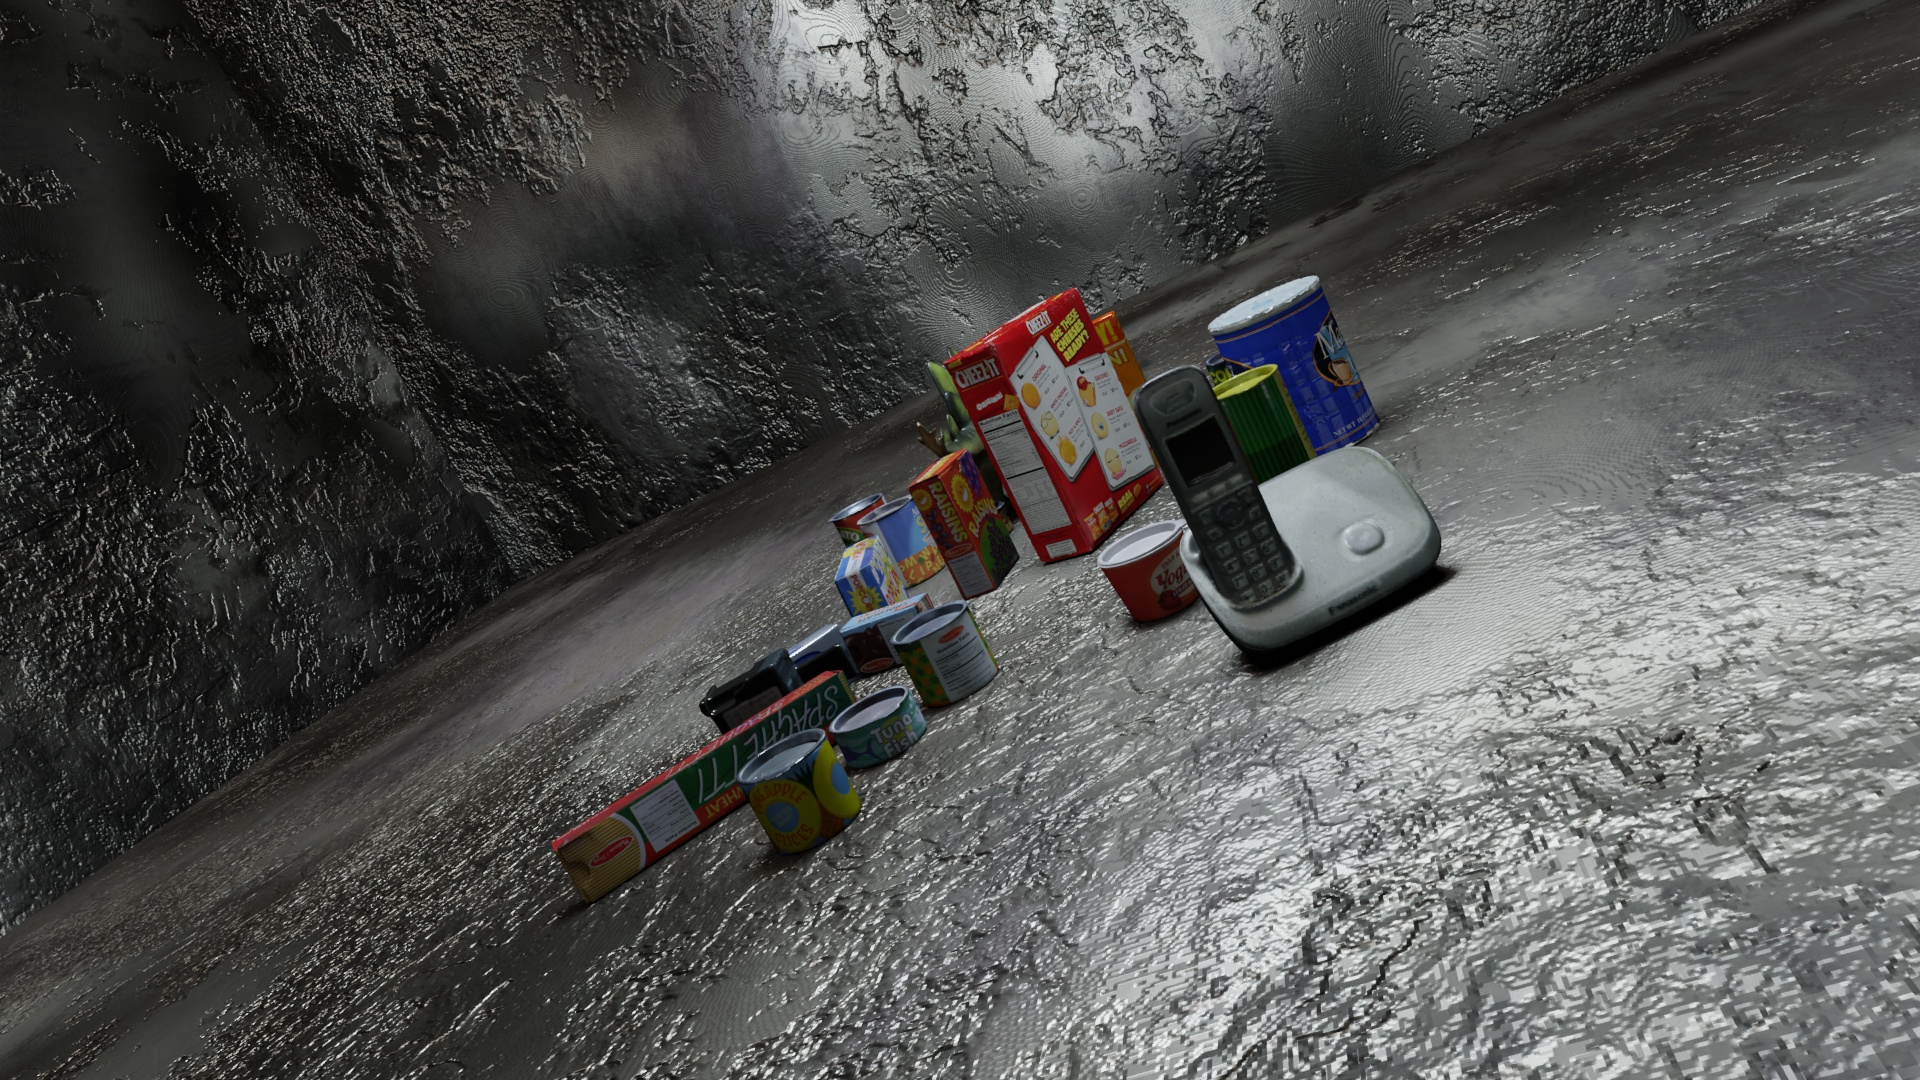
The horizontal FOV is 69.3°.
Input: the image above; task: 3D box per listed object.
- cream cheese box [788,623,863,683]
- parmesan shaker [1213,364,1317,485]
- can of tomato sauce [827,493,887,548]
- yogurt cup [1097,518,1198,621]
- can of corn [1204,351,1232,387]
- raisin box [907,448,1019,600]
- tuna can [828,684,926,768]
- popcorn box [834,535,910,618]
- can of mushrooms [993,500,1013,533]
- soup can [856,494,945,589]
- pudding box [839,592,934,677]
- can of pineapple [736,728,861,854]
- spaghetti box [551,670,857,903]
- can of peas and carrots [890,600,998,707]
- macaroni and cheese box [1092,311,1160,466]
[{"bbox_3d":[-0.139,0.121,1.214,0.104,0.053,0.024,-33,13,-29],"label":"cream cheese box"},{"bbox_3d":[0.247,-0.082,1.130,0.071,0.103,0.071,-26,11,6],"label":"parmesan shaker"},{"bbox_3d":[-0.103,-0.002,1.603,0.071,0.083,0.071,-26,11,6],"label":"can of tomato sauce"},{"bbox_3d":[0.141,0.024,1.020,0.072,0.054,0.072,-26,11,6],"label":"yogurt cup"},{"bbox_3d":[0.313,-0.185,1.549,0.071,0.058,0.071,-26,11,6],"label":"can of corn"},{"bbox_3d":[0.005,-0.017,1.327,0.040,0.123,0.086,-21,12,26],"label":"raisin box"},{"bbox_3d":[-0.059,0.137,1.019,0.071,0.032,0.071,-26,11,6],"label":"tuna can"},{"bbox_3d":[-0.080,0.051,1.310,0.038,0.085,0.127,-26,11,6],"label":"popcorn box"},{"bbox_3d":[0.023,-0.015,1.503,0.071,0.033,0.071,-26,11,6],"label":"can of mushrooms"},{"bbox_3d":[-0.061,0.002,1.489,0.071,0.083,0.071,-26,11,6],"label":"soup can"},{"bbox_3d":[-0.058,0.083,1.213,0.083,0.049,0.030,-21,13,27],"label":"pudding box"},{"bbox_3d":[-0.108,0.168,0.927,0.071,0.057,0.071,-26,11,6],"label":"can of pineapple"},{"bbox_3d":[-0.186,0.182,1.056,0.251,0.050,0.028,-31,12,-22],"label":"spaghetti box"},{"bbox_3d":[-0.012,0.087,1.071,0.071,0.058,0.071,-26,11,6],"label":"can of peas and carrots"},{"bbox_3d":[0.140,-0.139,1.461,0.123,0.166,0.040,-24,11,13],"label":"macaroni and cheese box"}]
